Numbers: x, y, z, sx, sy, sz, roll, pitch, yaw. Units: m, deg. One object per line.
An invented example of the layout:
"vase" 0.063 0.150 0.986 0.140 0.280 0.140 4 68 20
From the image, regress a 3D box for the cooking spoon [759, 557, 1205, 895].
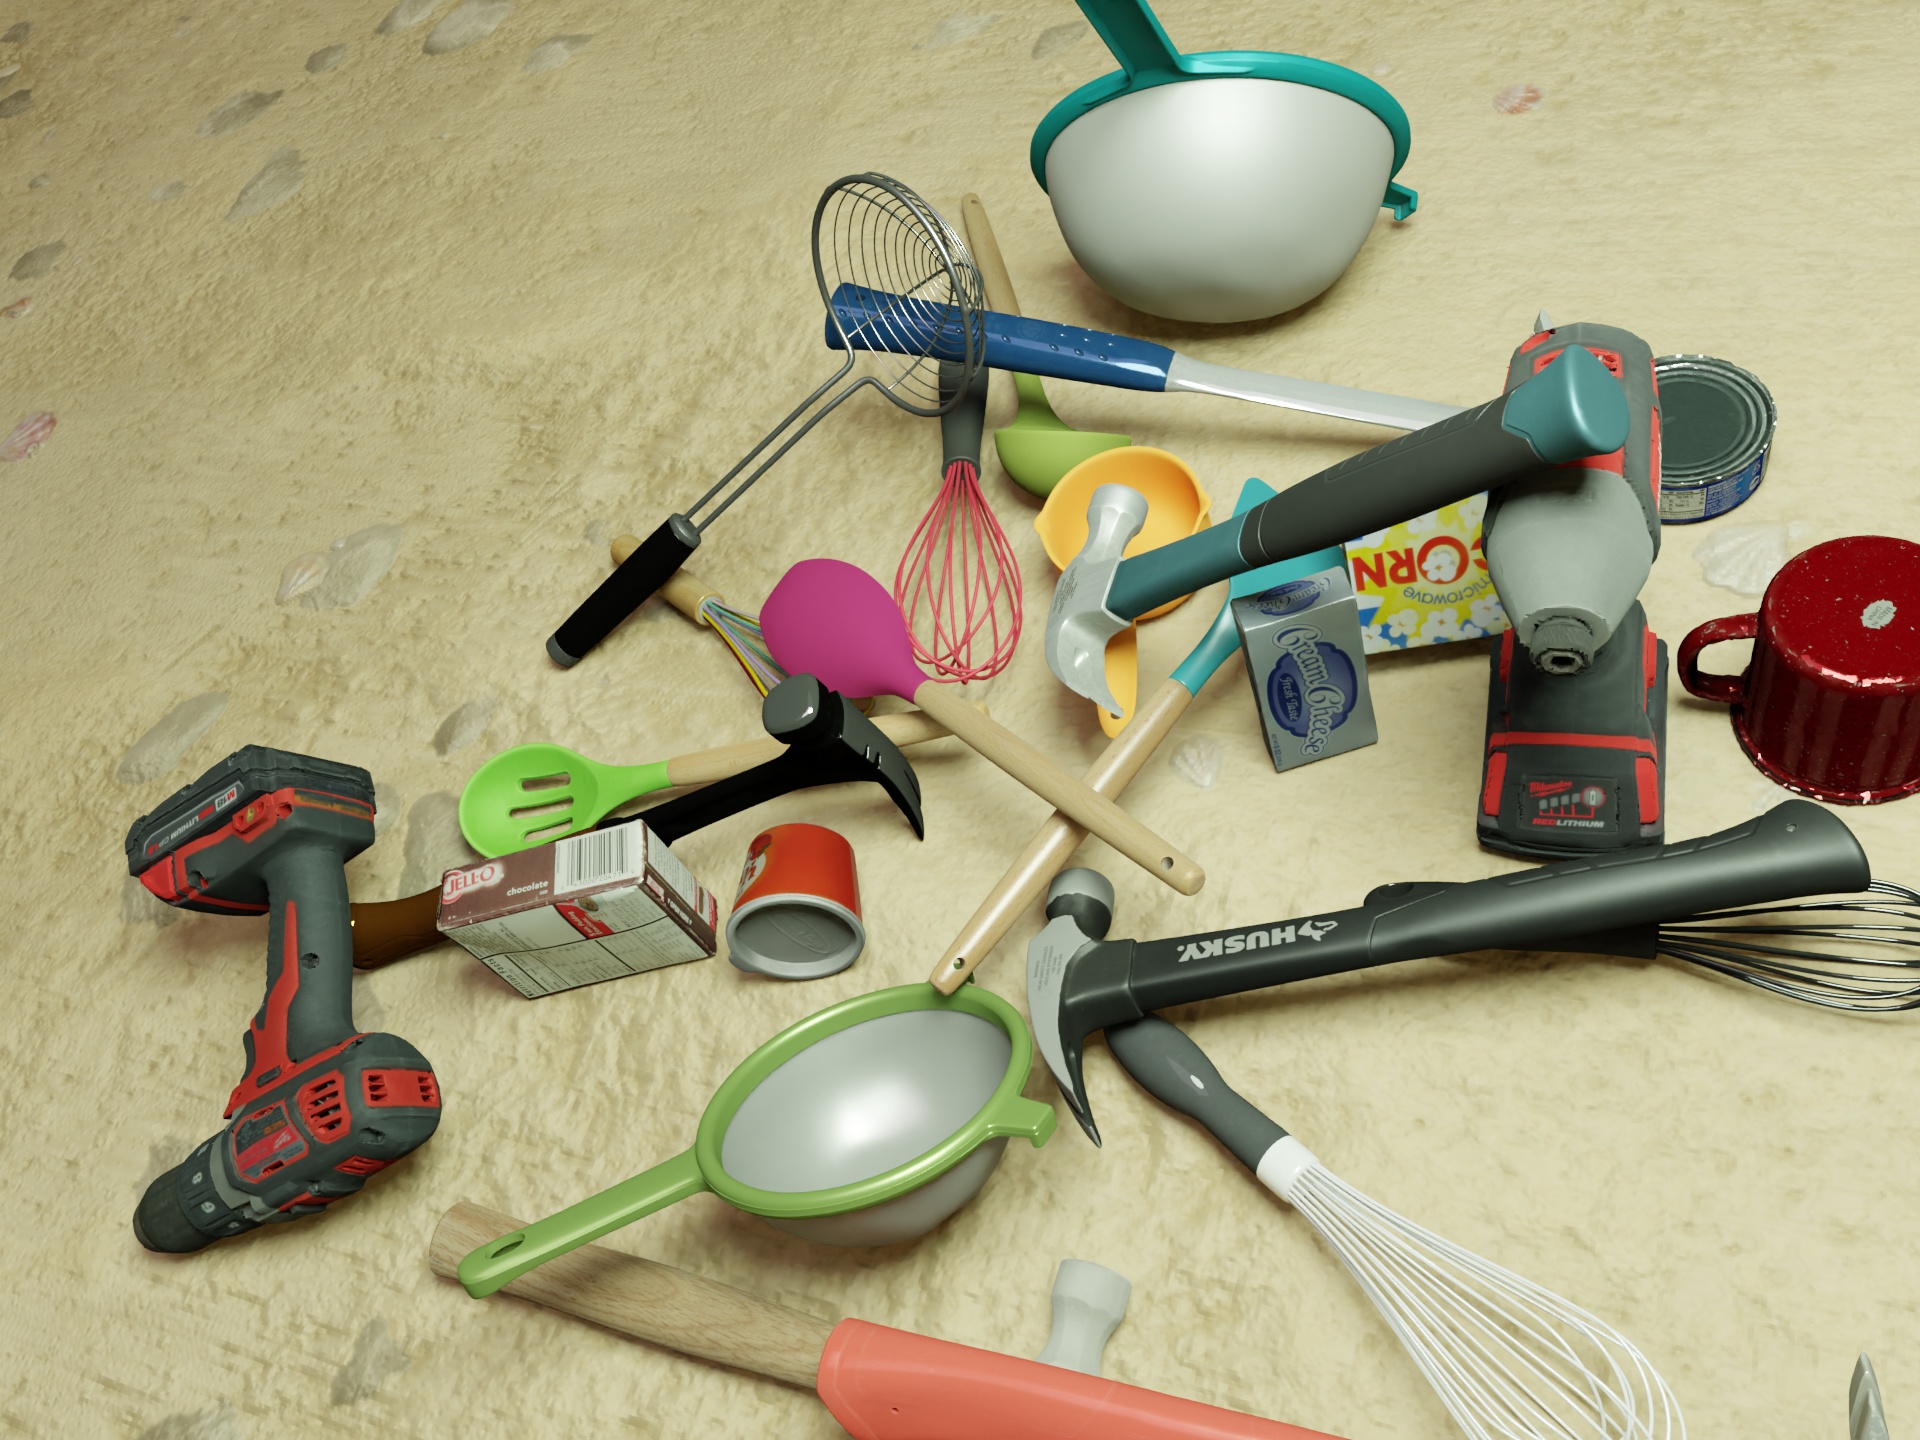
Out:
"cooking spoon" -0.001 -0.002 0.770 0.319 0.017 0.069 35 89 39

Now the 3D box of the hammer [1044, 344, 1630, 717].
"hammer" 0.133 -0.081 0.659 0.331 0.033 0.128 -18 48 60

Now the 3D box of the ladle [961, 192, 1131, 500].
"ladle" 0.036 -0.246 0.979 0.078 0.062 0.321 1 48 -15

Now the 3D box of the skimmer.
"skimmer" -0.127 -0.141 0.865 0.363 0.090 0.127 -39 83 24

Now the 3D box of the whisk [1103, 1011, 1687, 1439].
"whisk" 0.154 0.199 0.630 0.070 0.070 0.285 -43 48 -11

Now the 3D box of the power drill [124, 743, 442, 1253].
"power drill" -0.363 0.147 0.815 0.188 0.080 0.227 -30 65 21

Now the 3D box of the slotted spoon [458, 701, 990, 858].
"slotted spoon" -0.131 0.026 0.854 0.314 0.031 0.070 -11 73 19

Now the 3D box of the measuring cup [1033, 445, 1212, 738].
"measuring cup" 0.089 -0.059 0.834 0.095 0.052 0.174 -5 62 18

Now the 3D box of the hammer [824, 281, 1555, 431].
"hammer" 0.126 -0.190 0.859 0.405 0.035 0.144 13 59 12

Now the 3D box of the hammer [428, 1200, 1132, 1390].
"hammer" -0.098 0.267 0.691 0.331 0.031 0.130 6 59 25

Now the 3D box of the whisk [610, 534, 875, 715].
"whisk" -0.136 -0.055 0.922 0.245 0.051 0.047 34 79 38

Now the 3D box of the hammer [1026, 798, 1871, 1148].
"hammer" 0.184 0.089 0.651 0.335 0.035 0.146 -14 31 20

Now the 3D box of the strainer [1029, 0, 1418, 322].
"strainer" 0.117 -0.285 0.834 0.211 0.340 0.095 -1 84 25

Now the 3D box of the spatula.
"spatula" 0.088 0.007 0.764 0.082 0.044 0.317 41 74 -1

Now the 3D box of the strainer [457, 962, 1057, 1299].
"strainer" -0.081 0.202 0.680 0.256 0.069 0.152 -23 20 -7

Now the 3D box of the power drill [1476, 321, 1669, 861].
"power drill" 0.249 -0.036 0.646 0.078 0.219 0.143 2 58 22

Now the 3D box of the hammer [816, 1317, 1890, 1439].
"hammer" 0.117 0.255 0.552 0.359 0.037 0.149 5 103 22

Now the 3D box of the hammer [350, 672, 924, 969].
"hammer" -0.185 0.071 0.832 0.337 0.127 0.034 -21 53 19

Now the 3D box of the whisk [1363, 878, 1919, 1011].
"whisk" 0.288 0.085 0.661 0.239 0.055 0.055 2 58 27

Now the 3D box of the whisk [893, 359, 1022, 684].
"whisk" 0.001 -0.130 0.913 0.073 0.073 0.296 -11 47 14
